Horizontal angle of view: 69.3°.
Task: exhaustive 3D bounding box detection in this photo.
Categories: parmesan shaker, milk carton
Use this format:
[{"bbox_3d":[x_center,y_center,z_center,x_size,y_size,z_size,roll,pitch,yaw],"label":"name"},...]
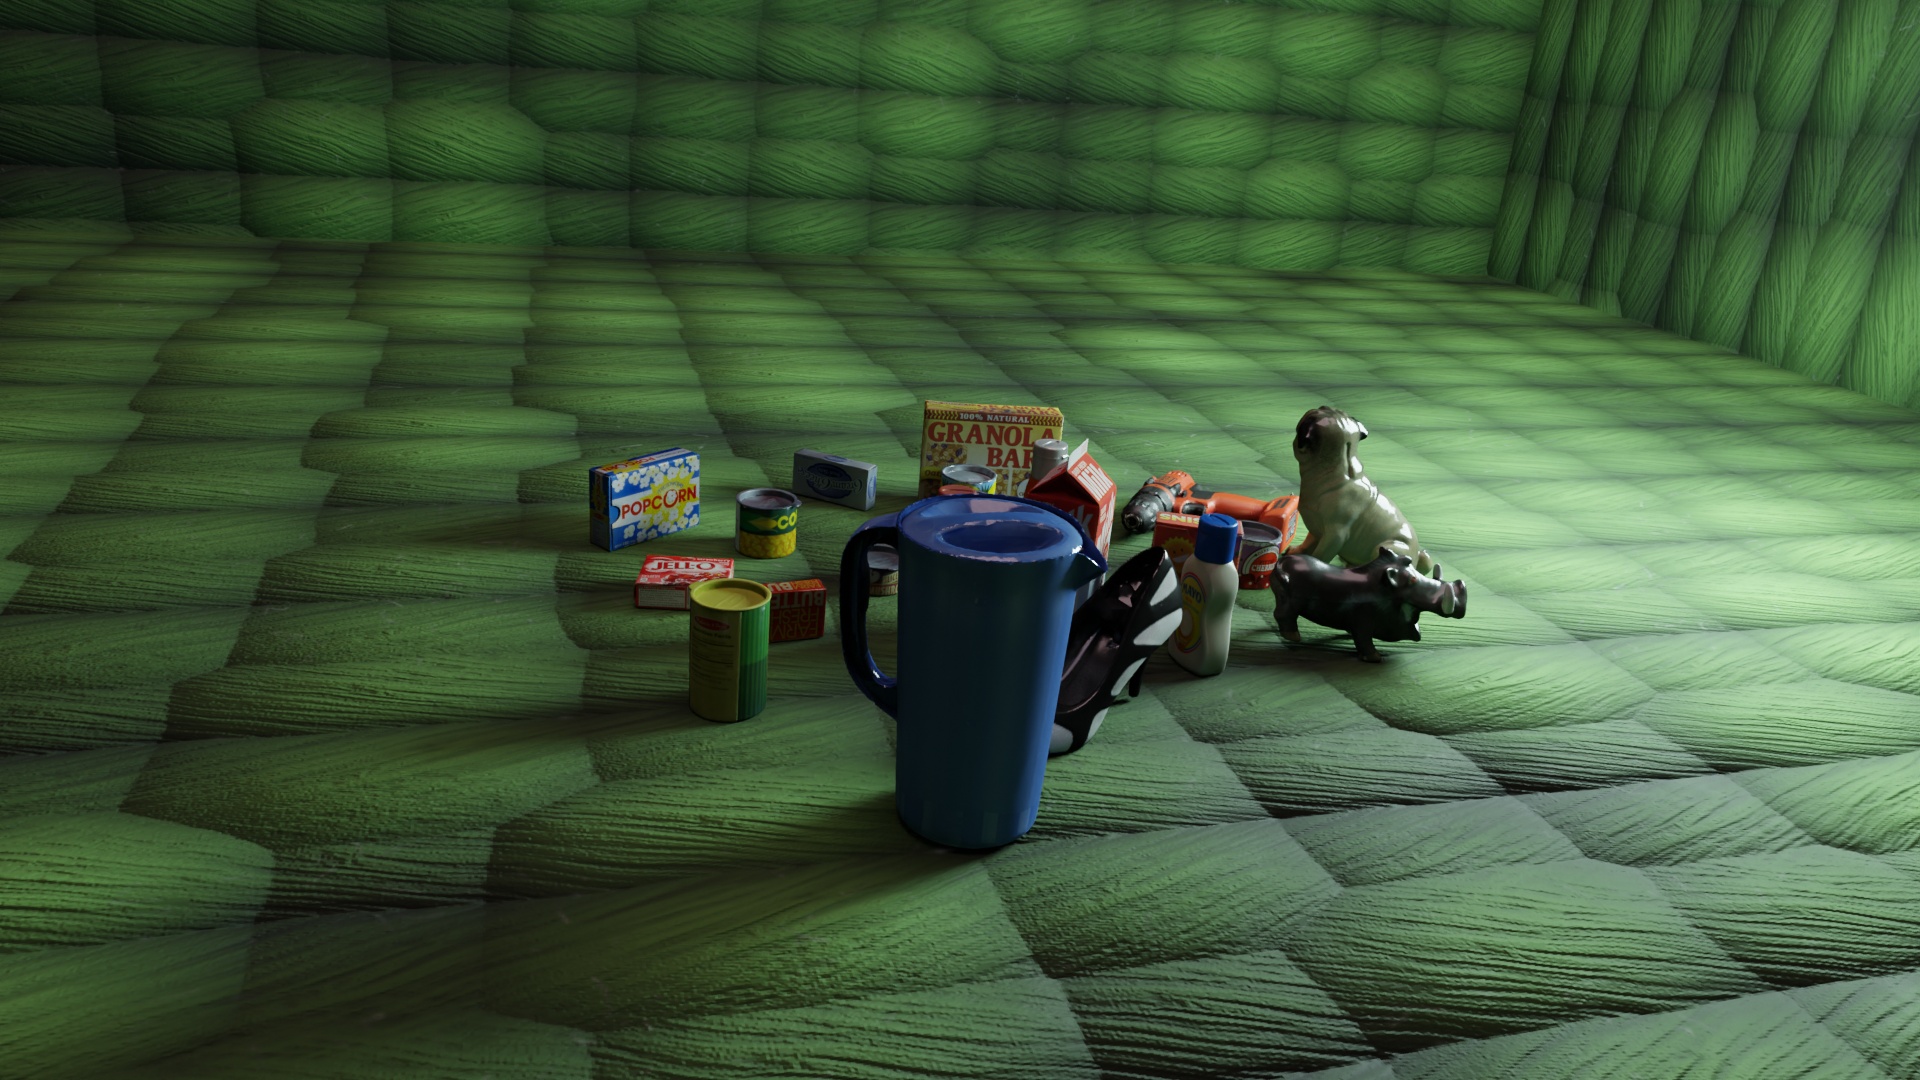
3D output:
[{"bbox_3d":[-0.196,0.090,1.161,0.071,0.102,0.071,5,21,-2],"label":"parmesan shaker"},{"bbox_3d":[0.103,0.000,1.342,0.073,0.189,0.072,11,22,16],"label":"milk carton"}]

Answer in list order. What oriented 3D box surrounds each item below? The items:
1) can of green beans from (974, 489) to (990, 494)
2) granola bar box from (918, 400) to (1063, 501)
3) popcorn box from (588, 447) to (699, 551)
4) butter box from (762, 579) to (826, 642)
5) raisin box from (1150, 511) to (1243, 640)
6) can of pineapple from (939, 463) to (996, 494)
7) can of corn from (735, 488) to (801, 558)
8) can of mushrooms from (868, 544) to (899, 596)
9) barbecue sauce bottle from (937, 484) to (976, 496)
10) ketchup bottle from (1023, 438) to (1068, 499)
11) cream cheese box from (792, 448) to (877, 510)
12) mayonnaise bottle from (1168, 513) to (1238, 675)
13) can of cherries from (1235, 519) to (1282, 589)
[{"bbox_3d":[0.006,-0.020,1.556,0.071,0.057,0.071,5,21,-2],"label":"can of green beans"},{"bbox_3d":[0.034,-0.102,1.681,0.166,0.123,0.039,3,21,-6],"label":"granola bar box"},{"bbox_3d":[-0.341,-0.047,1.505,0.038,0.085,0.127,20,25,33],"label":"popcorn box"},{"bbox_3d":[-0.178,0.067,1.294,0.104,0.053,0.024,-4,23,-23],"label":"butter box"},{"bbox_3d":[0.226,0.038,1.366,0.086,0.123,0.040,8,21,7],"label":"raisin box"},{"bbox_3d":[0.007,-0.053,1.640,0.071,0.057,0.071,5,21,-2],"label":"can of pineapple"},{"bbox_3d":[-0.208,-0.018,1.500,0.071,0.058,0.071,5,21,-2],"label":"can of corn"},{"bbox_3d":[-0.085,0.031,1.436,0.071,0.033,0.071,5,21,-2],"label":"can of mushrooms"},{"bbox_3d":[-0.009,0.022,1.318,0.065,0.148,0.044,2,21,-8],"label":"barbecue sauce bottle"},{"bbox_3d":[0.090,-0.033,1.482,0.043,0.148,0.065,18,24,31],"label":"ketchup bottle"},{"bbox_3d":[-0.151,-0.073,1.662,0.104,0.053,0.024,14,22,21],"label":"cream cheese box"},{"bbox_3d":[0.231,0.049,1.305,0.041,0.147,0.065,-5,23,-26],"label":"mayonnaise bottle"},{"bbox_3d":[0.319,0.016,1.533,0.071,0.058,0.072,5,21,-2],"label":"can of cherries"}]
